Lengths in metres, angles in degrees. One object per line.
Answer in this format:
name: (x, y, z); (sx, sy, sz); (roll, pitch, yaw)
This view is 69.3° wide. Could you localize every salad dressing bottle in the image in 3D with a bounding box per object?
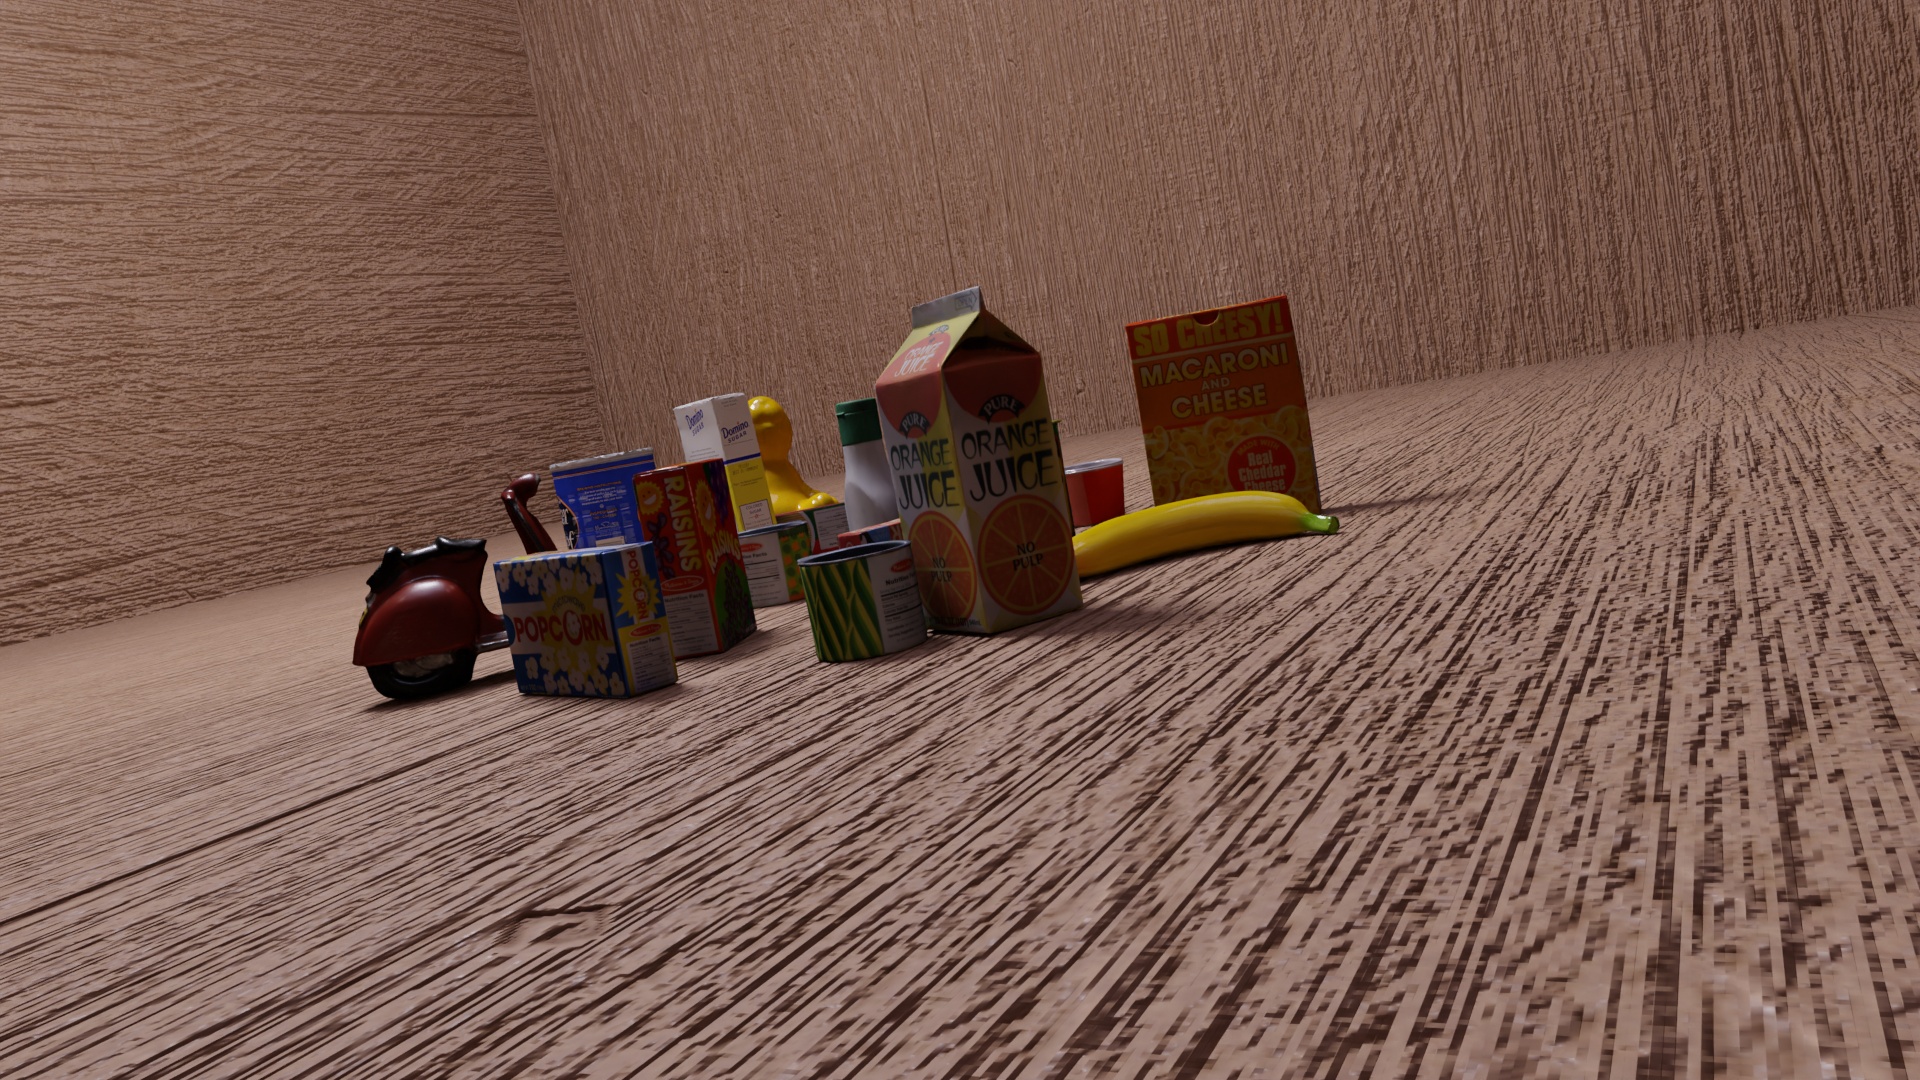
salad dressing bottle: (-0.079, -0.051, 1.228); (0.044, 0.147, 0.064); (-14, 6, -37)

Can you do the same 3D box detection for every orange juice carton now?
orange juice carton: (0.007, -0.047, 0.807); (0.073, 0.192, 0.071); (-14, 6, -34)

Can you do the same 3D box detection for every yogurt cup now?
yogurt cup: (0.119, -0.043, 1.264); (0.072, 0.054, 0.072); (-10, 6, 1)

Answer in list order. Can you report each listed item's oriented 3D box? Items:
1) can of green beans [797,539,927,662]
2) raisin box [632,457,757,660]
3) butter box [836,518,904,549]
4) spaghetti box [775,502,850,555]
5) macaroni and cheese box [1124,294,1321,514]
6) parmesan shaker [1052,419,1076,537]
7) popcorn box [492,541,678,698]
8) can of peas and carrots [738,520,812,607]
can of green beans: (-0.056, 0.034, 0.798); (0.071, 0.057, 0.071); (-10, 5, 1)
raisin box: (-0.175, 0.010, 0.923); (0.040, 0.123, 0.086); (-10, 5, 9)
butter box: (-0.048, 0.012, 1.027); (0.024, 0.053, 0.104); (-7, 7, 35)
spaghetti box: (-0.088, -0.022, 1.443); (0.251, 0.050, 0.028); (-12, 6, -17)
macaroni and cheese box: (0.201, -0.094, 1.061); (0.123, 0.166, 0.040); (-9, 5, 16)
parmesan shaker: (0.056, -0.039, 1.098); (0.071, 0.103, 0.071); (-10, 5, 1)
popcorn box: (-0.225, 0.048, 0.829); (0.126, 0.085, 0.038); (-5, 7, 44)
can of peas and carrots: (-0.149, 0.019, 1.111); (0.071, 0.058, 0.071); (-10, 5, 1)
